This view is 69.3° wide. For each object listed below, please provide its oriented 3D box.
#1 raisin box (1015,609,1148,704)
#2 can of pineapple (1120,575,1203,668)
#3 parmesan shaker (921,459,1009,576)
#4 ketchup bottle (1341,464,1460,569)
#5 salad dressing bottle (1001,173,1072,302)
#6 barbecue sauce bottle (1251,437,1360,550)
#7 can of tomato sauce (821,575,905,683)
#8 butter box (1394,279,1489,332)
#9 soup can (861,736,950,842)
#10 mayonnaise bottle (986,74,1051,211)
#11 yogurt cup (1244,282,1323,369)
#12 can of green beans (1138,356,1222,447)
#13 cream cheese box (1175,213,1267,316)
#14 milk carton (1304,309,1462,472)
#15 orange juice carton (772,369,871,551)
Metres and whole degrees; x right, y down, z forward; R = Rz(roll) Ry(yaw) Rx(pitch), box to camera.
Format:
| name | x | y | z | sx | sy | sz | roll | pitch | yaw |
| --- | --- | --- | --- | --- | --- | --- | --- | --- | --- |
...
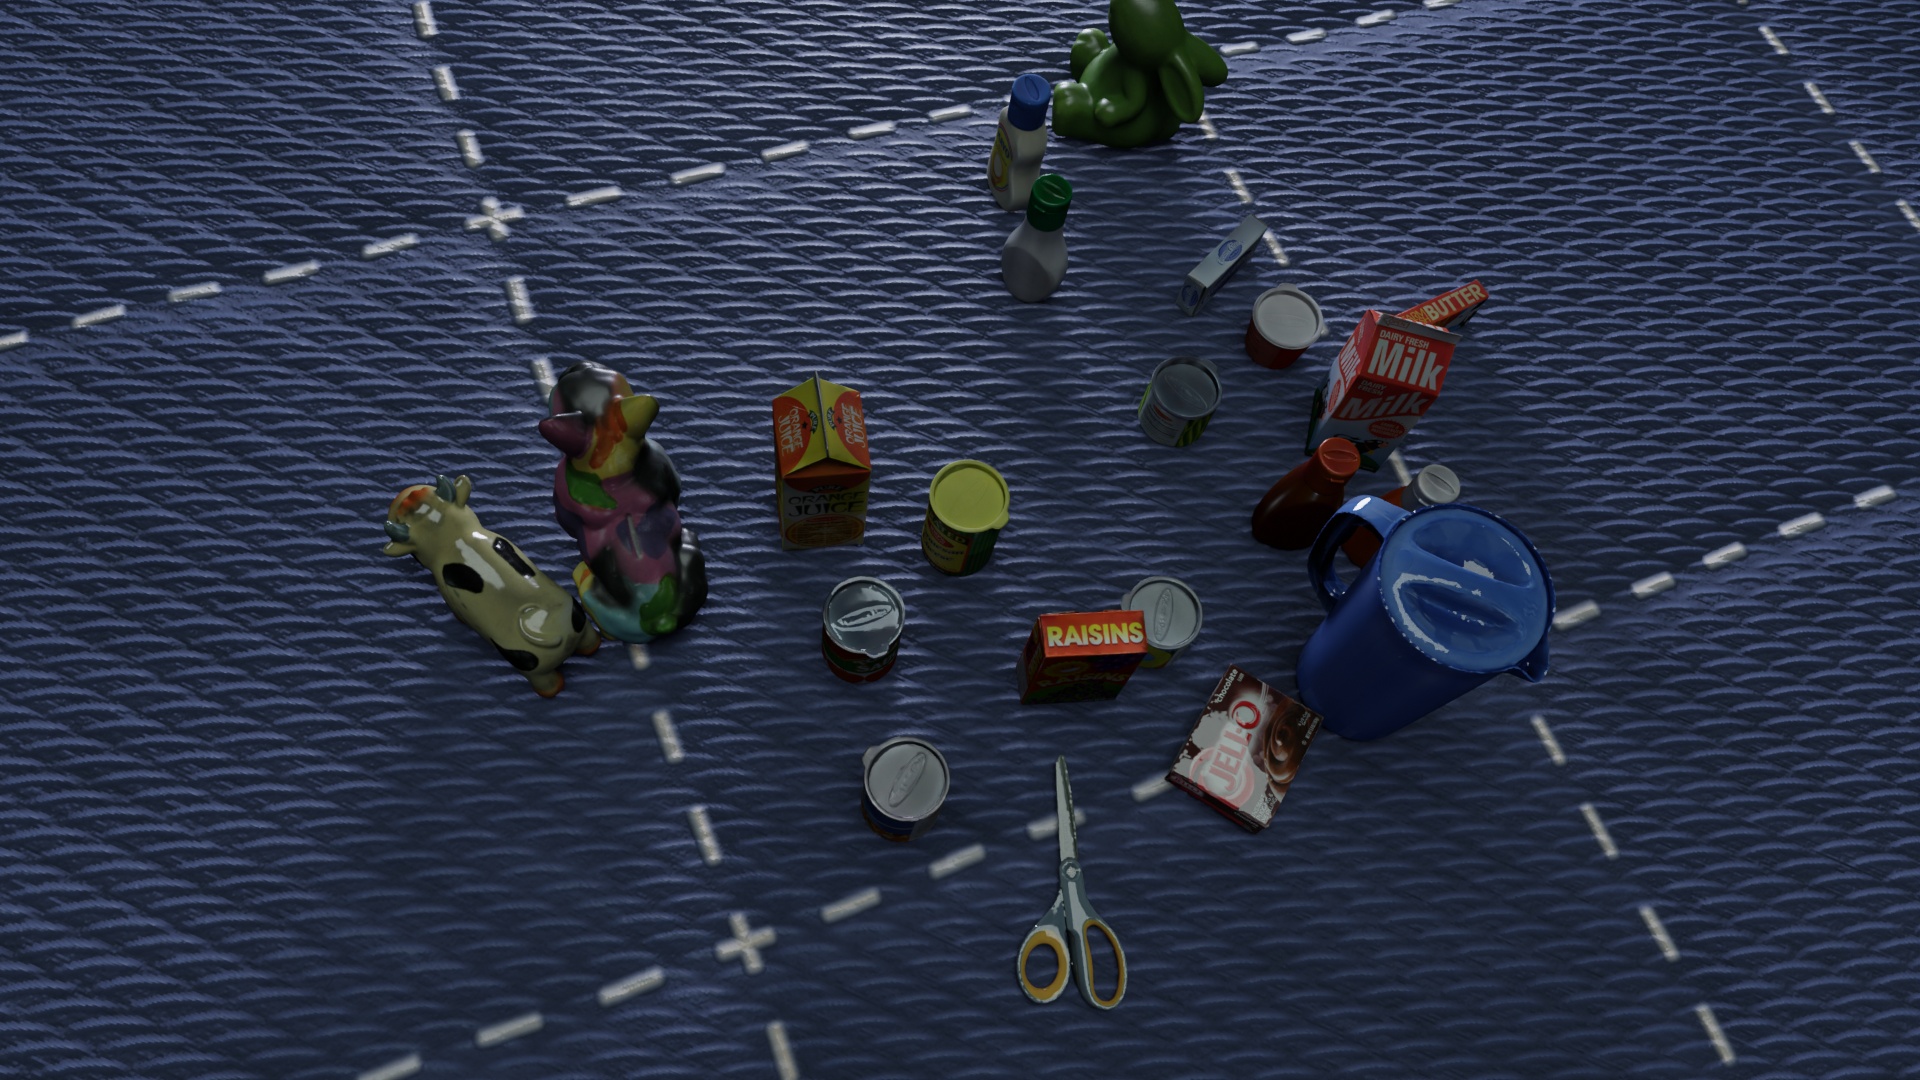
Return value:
| name | x | y | z | sx | sy | sz | roll | pitch | yaw |
| --- | --- | --- | --- | --- | --- | --- | --- | --- | --- |
| raisin box | 0.098 | 0.096 | 1.135 | 0.086 | 0.123 | 0.040 | -2 | 67 | -7 |
| can of pineapple | 0.167 | 0.070 | 1.190 | 0.071 | 0.057 | 0.071 | 3 | 66 | -6 |
| parmesan shaker | 0.004 | -0.015 | 1.184 | 0.071 | 0.102 | 0.071 | 2 | 66 | -6 |
| ketchup bottle | 0.385 | -0.017 | 1.205 | 0.065 | 0.148 | 0.044 | 37 | 68 | 10 |
| salad dressing bottle | 0.074 | -0.279 | 1.286 | 0.064 | 0.147 | 0.044 | 35 | 67 | 9 |
| barbecue sauce bottle | 0.303 | -0.039 | 1.206 | 0.065 | 0.148 | 0.044 | 6 | 66 | -4 |
| can of tomato sauce | -0.080 | 0.077 | 1.144 | 0.071 | 0.082 | 0.071 | 3 | 66 | -6 |
| butter box | 0.460 | -0.215 | 1.355 | 0.104 | 0.053 | 0.024 | -24 | 71 | -16 |
| soup can | -0.047 | 0.196 | 1.095 | 0.071 | 0.083 | 0.071 | 3 | 66 | -6 |
| mayonnaise bottle | 0.057 | -0.382 | 1.330 | 0.041 | 0.147 | 0.065 | -16 | 69 | -13 |
| yogurt cup | 0.306 | -0.200 | 1.330 | 0.072 | 0.053 | 0.072 | 3 | 66 | -6 |
| can of green beans | 0.202 | -0.127 | 1.283 | 0.071 | 0.057 | 0.071 | 3 | 66 | -6 |
| cream cheese box | 0.254 | -0.268 | 1.354 | 0.024 | 0.053 | 0.104 | 41 | 68 | 11 |
| milk carton | 0.374 | -0.141 | 1.236 | 0.072 | 0.189 | 0.074 | 15 | 66 | 0 |
| orange juice carton | -0.115 | -0.062 | 1.142 | 0.073 | 0.191 | 0.072 | -6 | 67 | -9 |
